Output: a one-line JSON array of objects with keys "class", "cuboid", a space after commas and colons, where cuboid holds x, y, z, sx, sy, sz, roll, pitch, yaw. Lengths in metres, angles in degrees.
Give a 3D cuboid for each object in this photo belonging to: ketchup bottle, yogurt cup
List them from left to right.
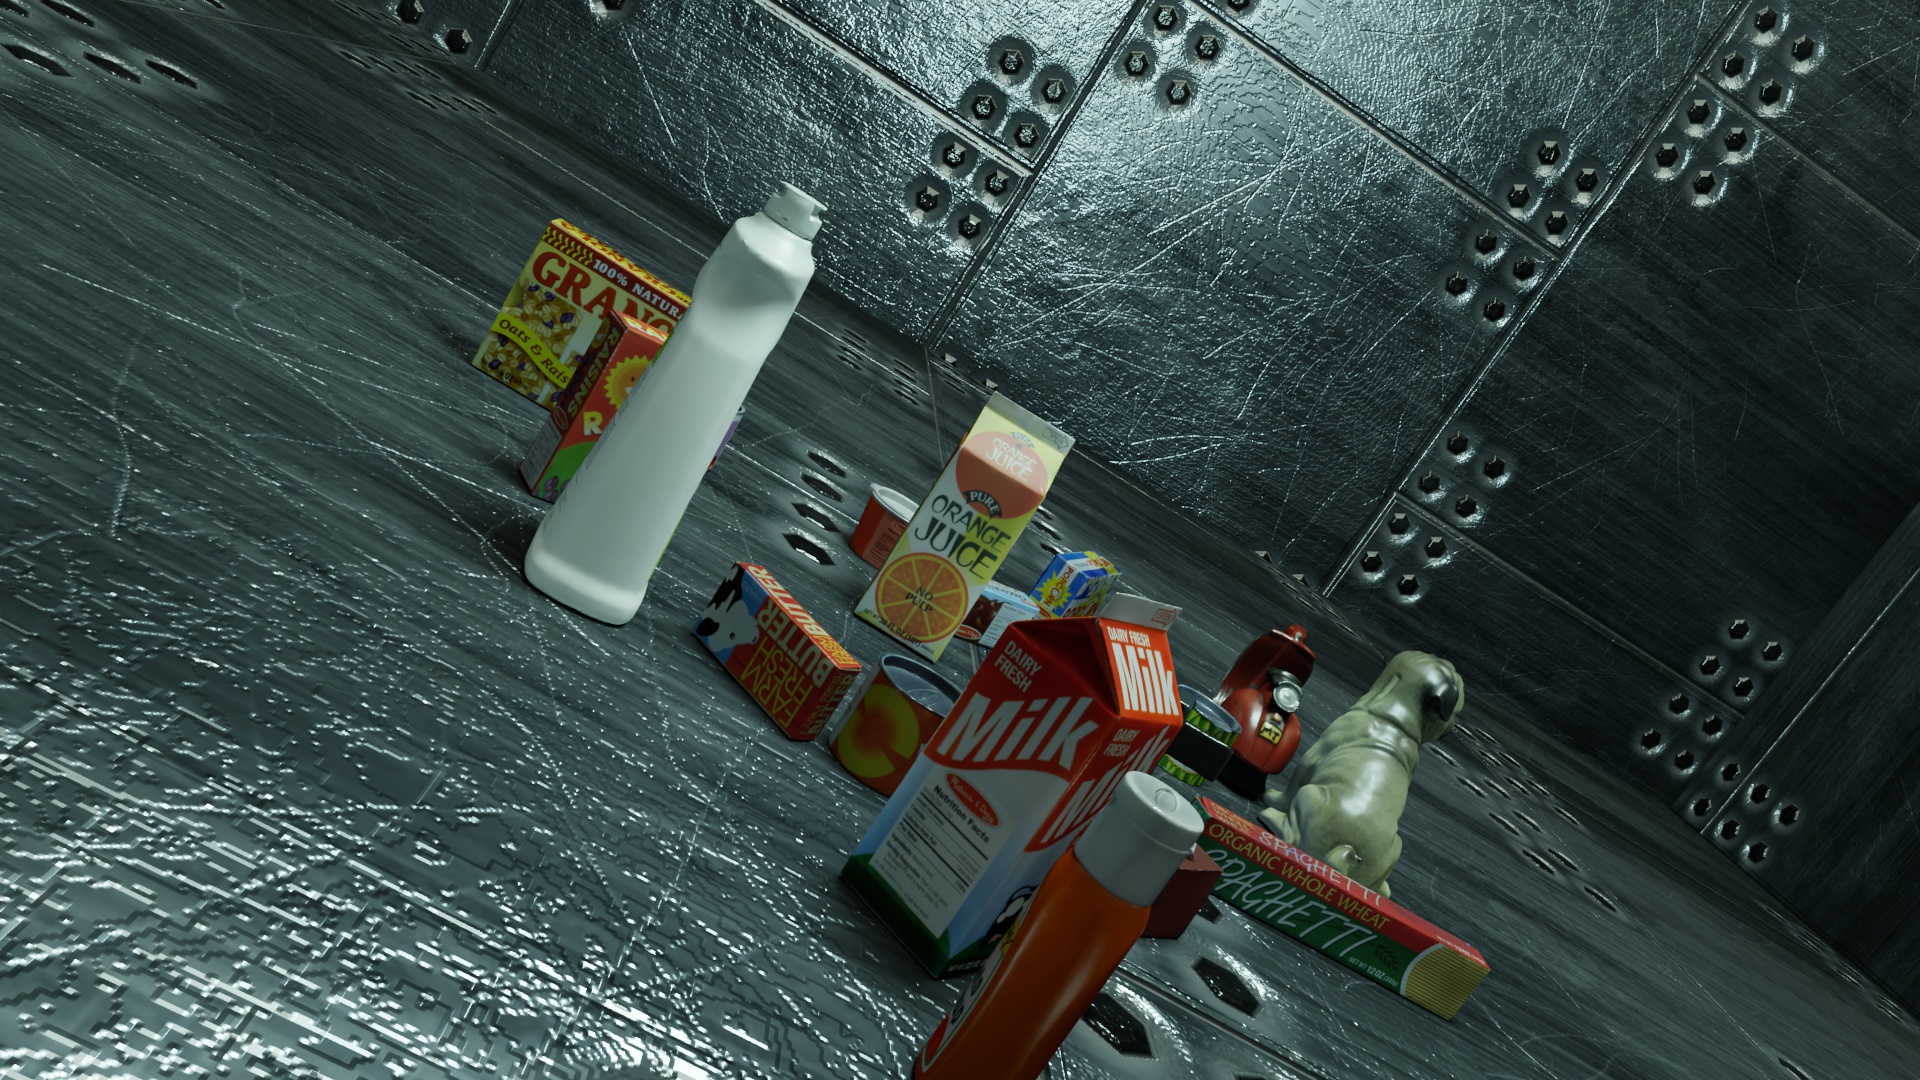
[{"class": "yogurt cup", "cuboid": [-0.058, -0.006, 1.180, 0.072, 0.054, 0.072, 32, 12, -7]}, {"class": "ketchup bottle", "cuboid": [0.040, 0.160, 0.544, 0.043, 0.148, 0.065, 35, 12, 10]}]

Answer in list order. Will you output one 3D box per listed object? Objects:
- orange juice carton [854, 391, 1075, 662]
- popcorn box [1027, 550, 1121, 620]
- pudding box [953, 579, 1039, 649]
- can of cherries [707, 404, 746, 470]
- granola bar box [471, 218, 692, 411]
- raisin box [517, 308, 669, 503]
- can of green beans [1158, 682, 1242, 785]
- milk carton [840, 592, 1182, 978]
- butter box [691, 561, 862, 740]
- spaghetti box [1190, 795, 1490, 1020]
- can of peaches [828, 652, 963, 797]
[{"class": "orange juice carton", "cuboid": [0.004, -0.013, 1.032, 0.072, 0.192, 0.073, 32, 11, -4]}, {"class": "popcorn box", "cuboid": [0.095, 0.054, 1.262, 0.038, 0.085, 0.127, 36, 12, 16]}, {"class": "pudding box", "cuboid": [0.020, 0.058, 1.136, 0.083, 0.049, 0.030, 22, 16, -42]}, {"class": "can of cherries", "cuboid": [-0.218, -0.098, 1.121, 0.071, 0.058, 0.071, 32, 12, -7]}, {"class": "granola bar box", "cuboid": [-0.258, -0.142, 1.035, 0.165, 0.124, 0.039, 31, 11, -9]}, {"class": "raisin box", "cuboid": [-0.212, -0.074, 0.887, 0.086, 0.123, 0.040, 24, 15, -39]}, {"class": "can of green beans", "cuboid": [0.189, 0.160, 1.147, 0.071, 0.057, 0.071, 32, 12, -7]}, {"class": "milk carton", "cuboid": [0.035, 0.105, 0.649, 0.073, 0.190, 0.072, 40, 13, 31]}, {"class": "butter box", "cuboid": [-0.105, 0.062, 0.789, 0.104, 0.053, 0.024, 41, 14, 32]}, {"class": "spaghetti box", "cuboid": [0.252, 0.254, 0.955, 0.250, 0.050, 0.029, 30, 12, -13]}, {"class": "can of peaches", "cuboid": [-0.031, 0.107, 0.789, 0.071, 0.058, 0.071, 32, 12, -7]}]
